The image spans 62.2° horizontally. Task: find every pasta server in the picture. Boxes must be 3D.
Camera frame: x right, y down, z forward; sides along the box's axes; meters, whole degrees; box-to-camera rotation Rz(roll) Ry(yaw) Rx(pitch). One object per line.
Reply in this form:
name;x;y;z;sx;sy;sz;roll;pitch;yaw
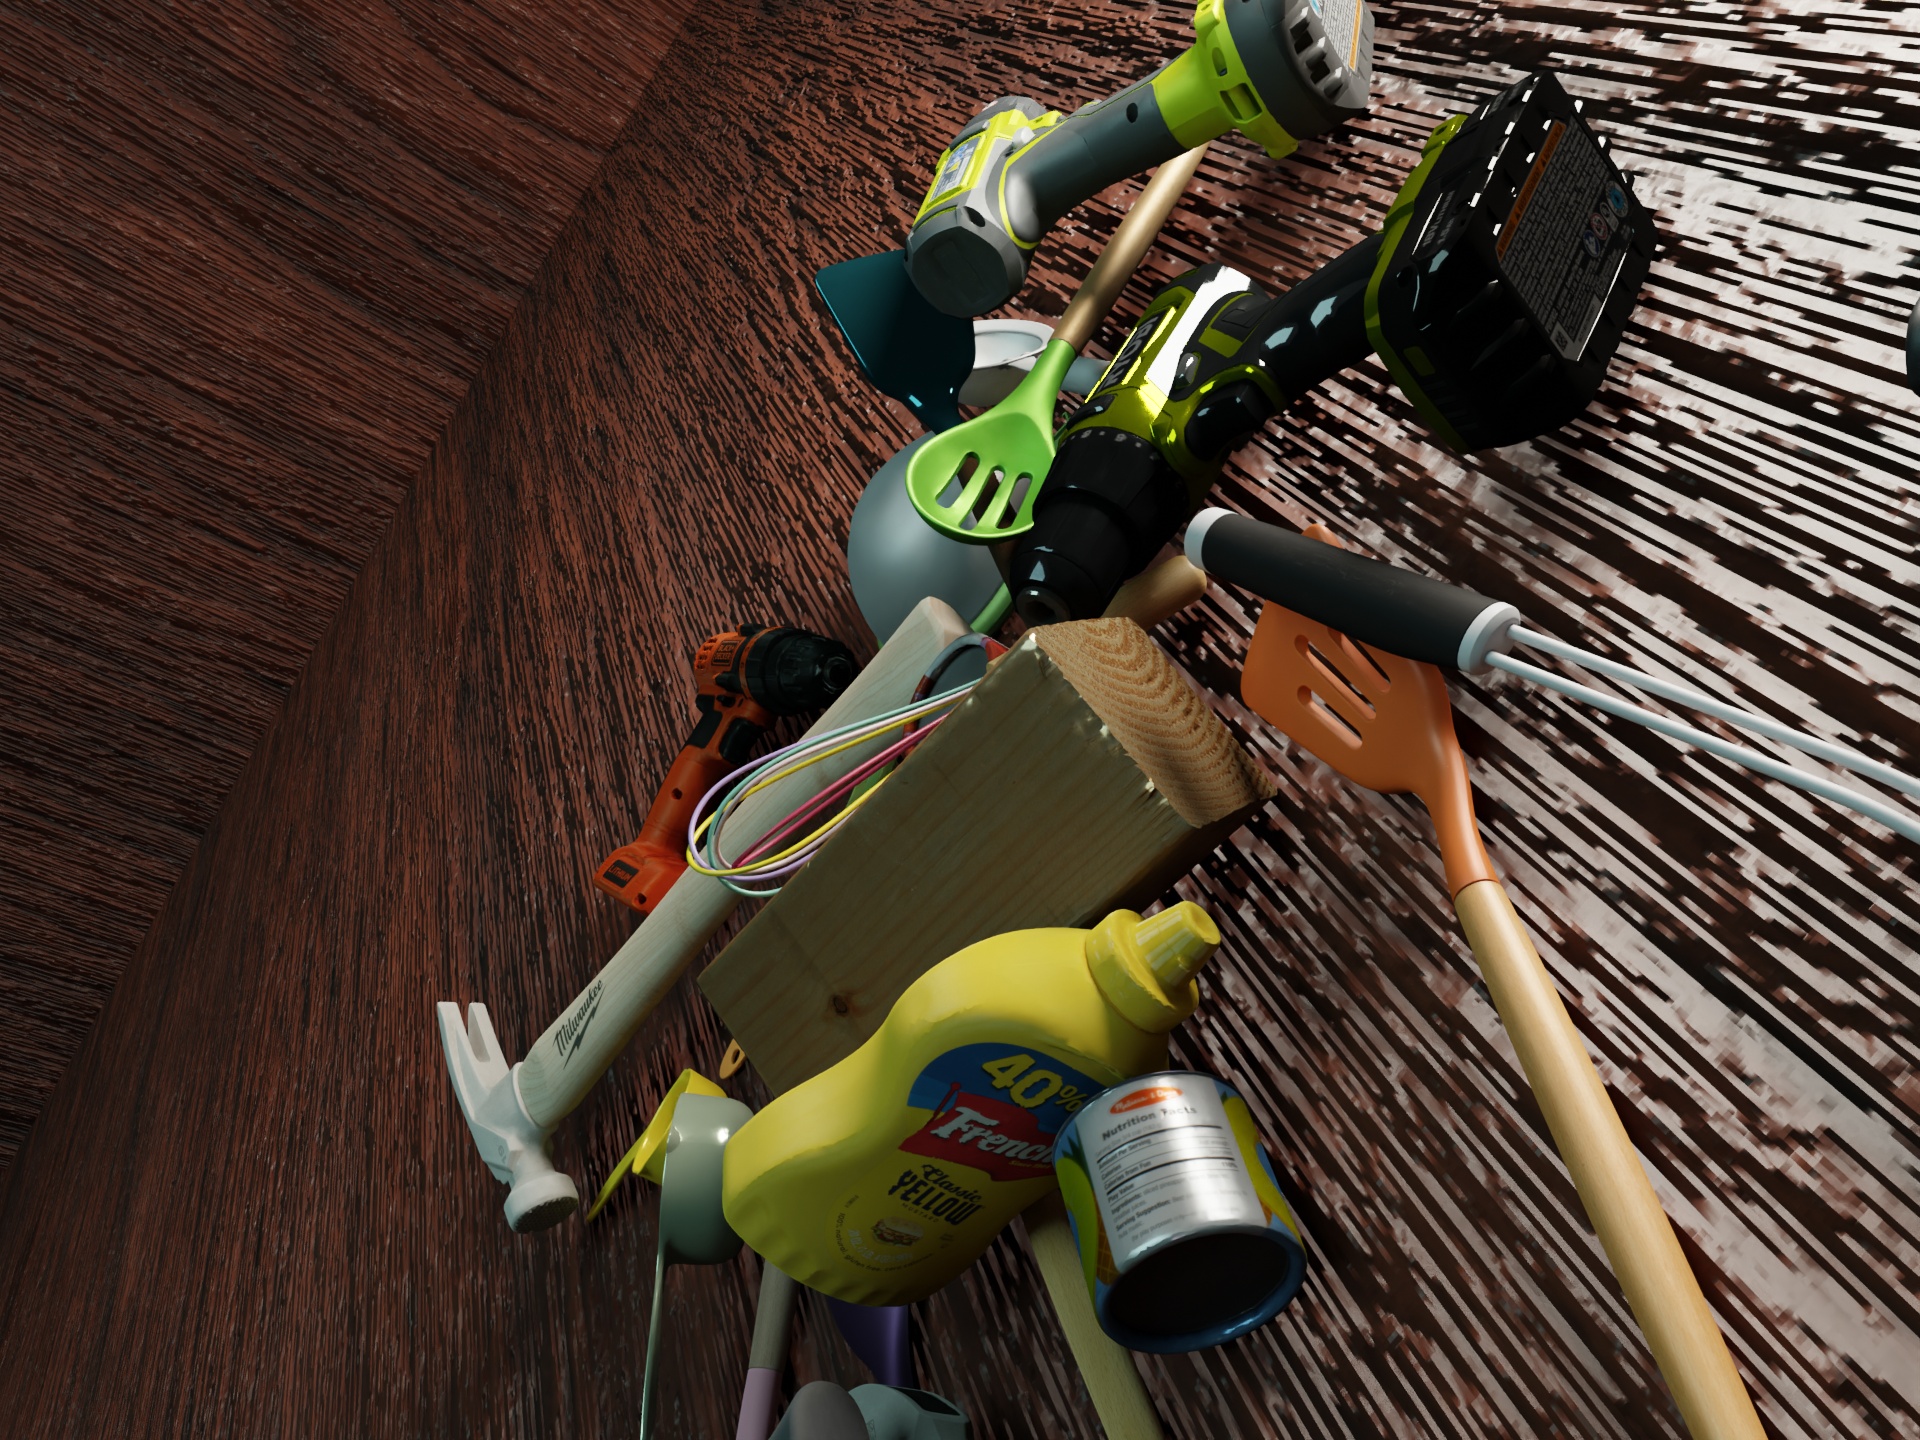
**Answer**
pasta server;-0.085;0.248;0.679;0.060;0.040;0.316;-33;38;44

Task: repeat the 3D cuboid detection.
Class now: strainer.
strainer;-0.036;-0.054;0.827;0.151;0.069;0.256;-5;60;56
strainer;0.043;-0.183;0.839;0.087;0.050;0.259;-22;26;-21

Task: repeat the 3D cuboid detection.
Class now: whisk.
whisk;0.000;-0.001;0.642;0.245;0.051;0.047;-30;4;-15

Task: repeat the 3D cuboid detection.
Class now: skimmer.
skimmer;0.174;-0.023;0.391;0.127;0.090;0.364;-42;39;-14

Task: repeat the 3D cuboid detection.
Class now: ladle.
ladle;0.052;0.221;0.495;0.069;0.031;0.316;-51;29;14

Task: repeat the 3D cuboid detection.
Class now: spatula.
spatula;0.148;0.069;0.455;0.323;0.041;0.081;-100;20;-46
spatula;-0.017;0.269;0.572;0.059;0.018;0.316;-57;28;19
spatula;0.009;-0.119;0.758;0.044;0.082;0.318;90;163;-49

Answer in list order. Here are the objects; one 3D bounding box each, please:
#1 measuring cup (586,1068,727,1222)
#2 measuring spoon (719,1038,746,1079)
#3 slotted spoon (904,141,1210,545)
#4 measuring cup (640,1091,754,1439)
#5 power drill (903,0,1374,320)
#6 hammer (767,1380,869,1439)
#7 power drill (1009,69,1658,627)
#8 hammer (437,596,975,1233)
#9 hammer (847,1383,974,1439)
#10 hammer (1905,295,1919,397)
measuring cup;-0.161;0.235;0.832;0.156;0.029;0.062;-52;13;43
measuring spoon;-0.091;0.142;0.812;0.117;0.011;0.021;-55;31;19
slotted spoon;0.062;-0.195;0.771;0.314;0.070;0.031;-60;-13;-28
measuring cup;-0.115;0.245;0.702;0.083;0.038;0.168;97;175;-49
power drill;0.083;-0.301;0.782;0.223;0.080;0.171;-20;37;34
hammer;-0.139;0.372;0.579;0.408;0.036;0.149;-57;39;25
power drill;0.122;-0.125;0.594;0.228;0.080;0.191;-17;34;52
hammer;-0.138;0.087;0.825;0.410;0.038;0.146;-48;56;21
hammer;-0.064;0.382;0.512;0.130;0.031;0.331;2;72;63
hammer;0.305;-0.055;0.276;0.146;0.035;0.335;-21;22;-5
